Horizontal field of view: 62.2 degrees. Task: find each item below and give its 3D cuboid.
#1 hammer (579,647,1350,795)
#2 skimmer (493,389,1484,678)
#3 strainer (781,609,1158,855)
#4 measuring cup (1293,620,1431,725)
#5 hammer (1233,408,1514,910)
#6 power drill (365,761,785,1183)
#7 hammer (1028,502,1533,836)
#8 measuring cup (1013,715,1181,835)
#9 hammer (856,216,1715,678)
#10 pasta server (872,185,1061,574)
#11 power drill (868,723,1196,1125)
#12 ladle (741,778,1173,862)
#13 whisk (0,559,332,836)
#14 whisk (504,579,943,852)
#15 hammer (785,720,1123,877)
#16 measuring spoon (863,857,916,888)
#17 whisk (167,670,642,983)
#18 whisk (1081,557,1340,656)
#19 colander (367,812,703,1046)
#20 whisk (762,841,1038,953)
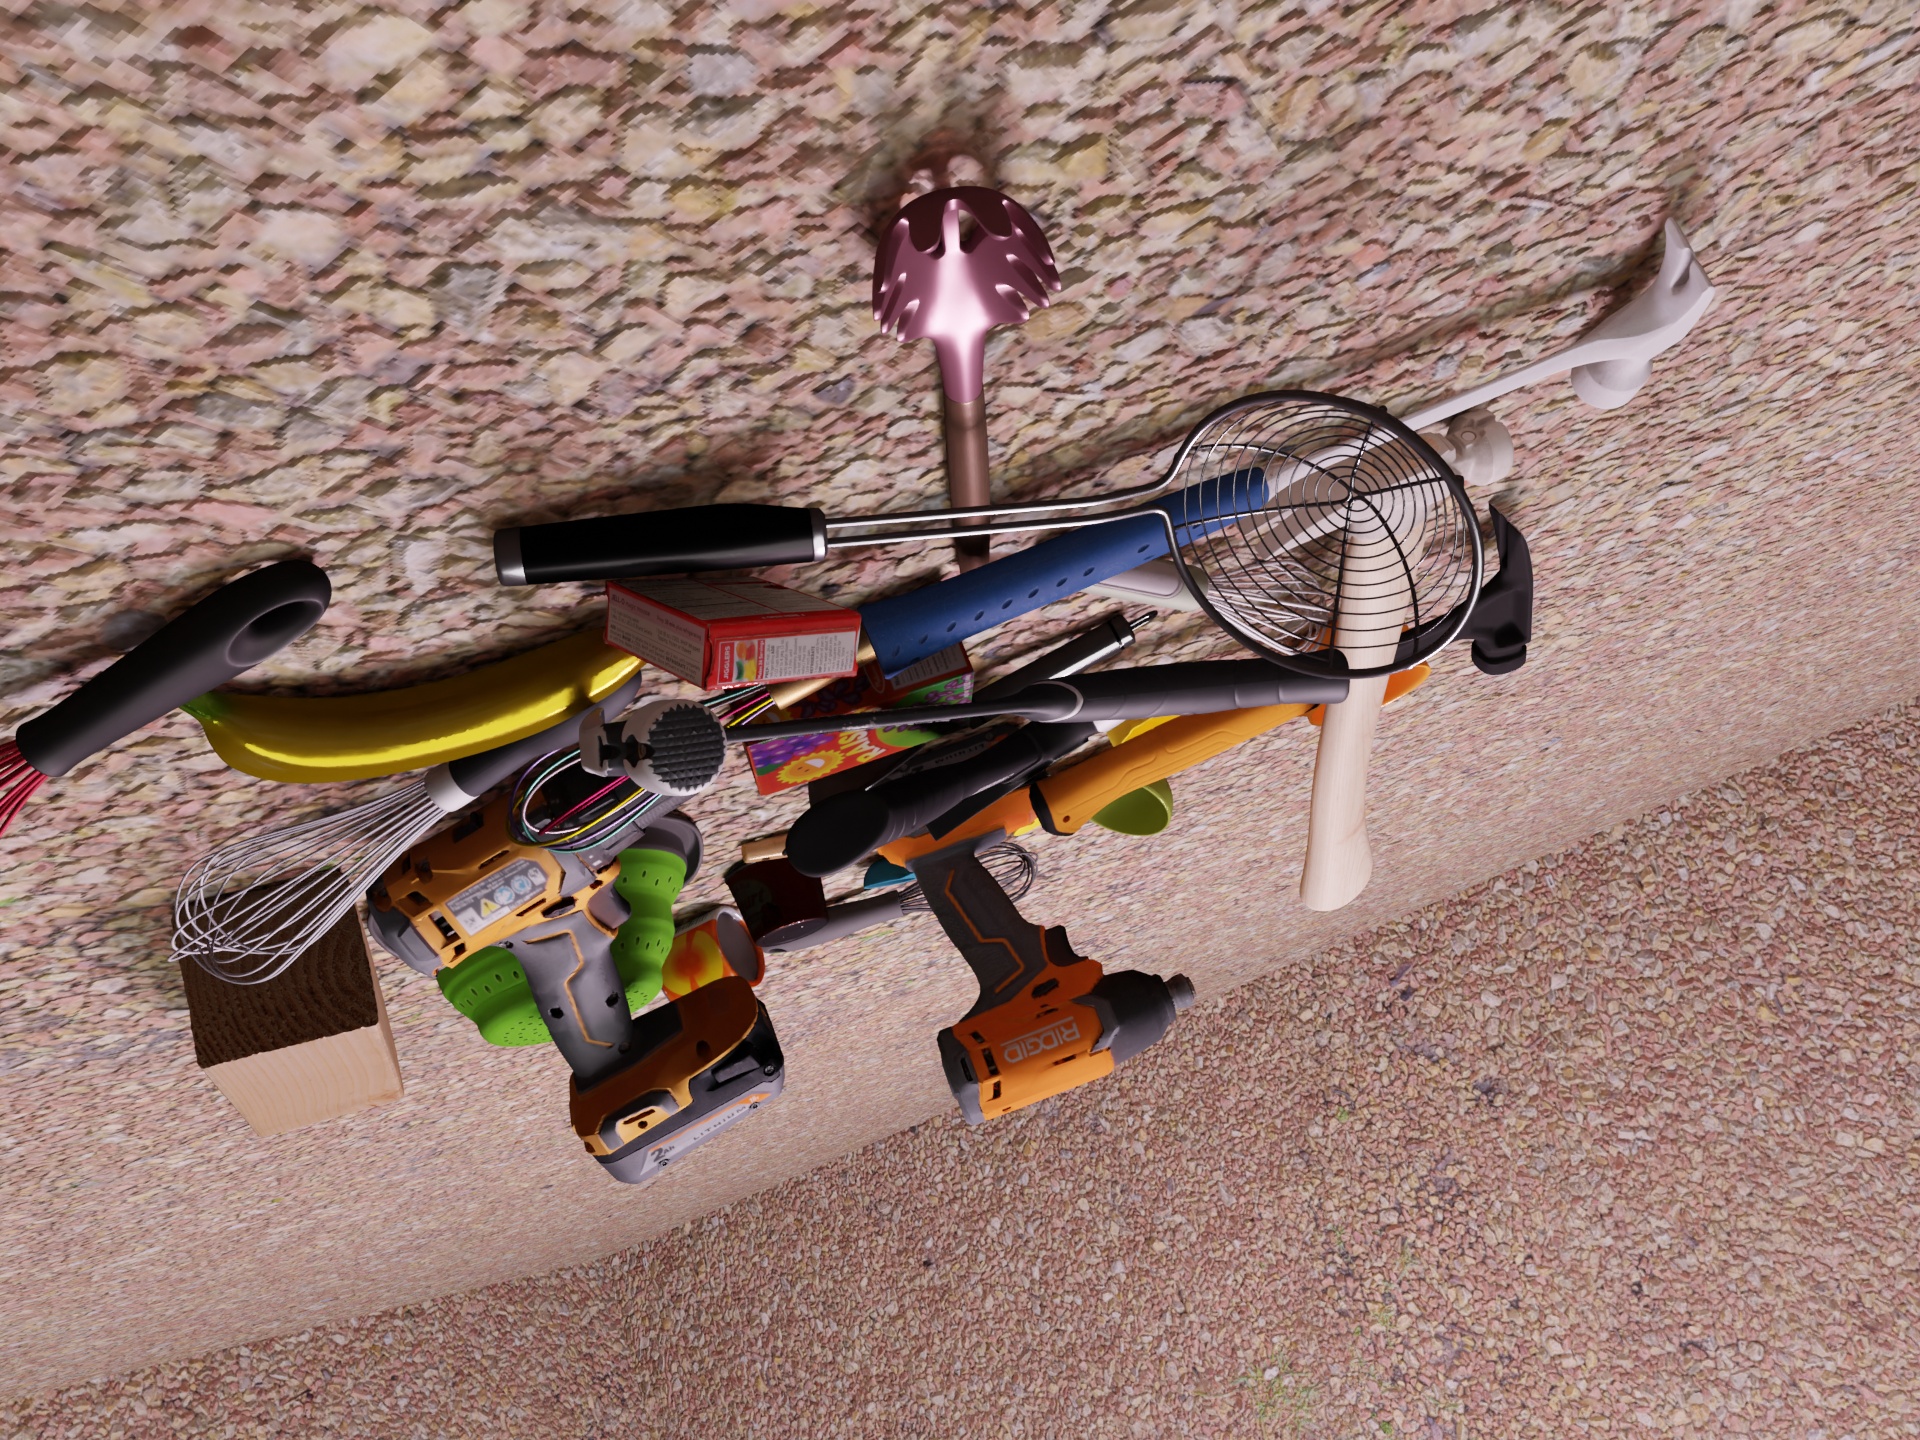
[{"bbox_3d":[0.022,-0.006,0.740,0.408,0.036,0.149,-6,-177,-30],"label":"hammer"},{"bbox_3d":[0.009,-0.059,0.601,0.363,0.090,0.127,-5,133,-8],"label":"skimmer"},{"bbox_3d":[-0.001,-0.003,0.919,0.258,0.050,0.087,-28,-175,4],"label":"strainer"},{"bbox_3d":[0.230,-0.031,1.065,0.173,0.052,0.095,-11,159,-22],"label":"measuring cup"},{"bbox_3d":[0.225,-0.001,0.946,0.146,0.038,0.410,-22,143,-11],"label":"hammer"},{"bbox_3d":[-0.178,0.121,0.859,0.185,0.084,0.226,-32,118,-4],"label":"power drill"},{"bbox_3d":[0.197,-0.017,0.978,0.337,0.034,0.127,-24,137,-3],"label":"hammer"},{"bbox_3d":[0.088,0.026,1.078,0.156,0.029,0.062,-39,154,25],"label":"measuring cup"},{"bbox_3d":[0.146,-0.114,0.720,0.405,0.035,0.144,-23,168,-2],"label":"hammer"},{"bbox_3d":[0.003,-0.111,0.624,0.060,0.040,0.316,-10,162,-1],"label":"pasta server"},{"bbox_3d":[0.041,0.123,1.017,0.164,0.227,0.084,-20,161,-3],"label":"power drill"},{"bbox_3d":[0.004,0.075,1.118,0.320,0.062,0.078,-10,156,-22],"label":"ladle"},{"bbox_3d":[-0.357,0.020,0.592,0.296,0.073,0.073,-30,160,8],"label":"whisk"},{"bbox_3d":[-0.111,-0.001,0.773,0.245,0.051,0.047,-28,-167,-2],"label":"whisk"},{"bbox_3d":[-0.010,0.037,0.839,0.146,0.035,0.335,-33,175,19],"label":"hammer"},{"bbox_3d":[-0.033,0.103,1.180,0.042,0.021,0.128,-4,167,-34],"label":"measuring spoon"},{"bbox_3d":[-0.267,0.046,0.757,0.284,0.070,0.070,-31,159,14],"label":"whisk"},{"bbox_3d":[0.130,-0.070,0.861,0.246,0.058,0.059,5,179,-45],"label":"whisk"},{"bbox_3d":[-0.251,0.167,1.042,0.204,0.095,0.396,-17,161,-11],"label":"colander"},{"bbox_3d":[-0.050,0.148,1.287,0.239,0.055,0.055,-16,161,1],"label":"whisk"}]
